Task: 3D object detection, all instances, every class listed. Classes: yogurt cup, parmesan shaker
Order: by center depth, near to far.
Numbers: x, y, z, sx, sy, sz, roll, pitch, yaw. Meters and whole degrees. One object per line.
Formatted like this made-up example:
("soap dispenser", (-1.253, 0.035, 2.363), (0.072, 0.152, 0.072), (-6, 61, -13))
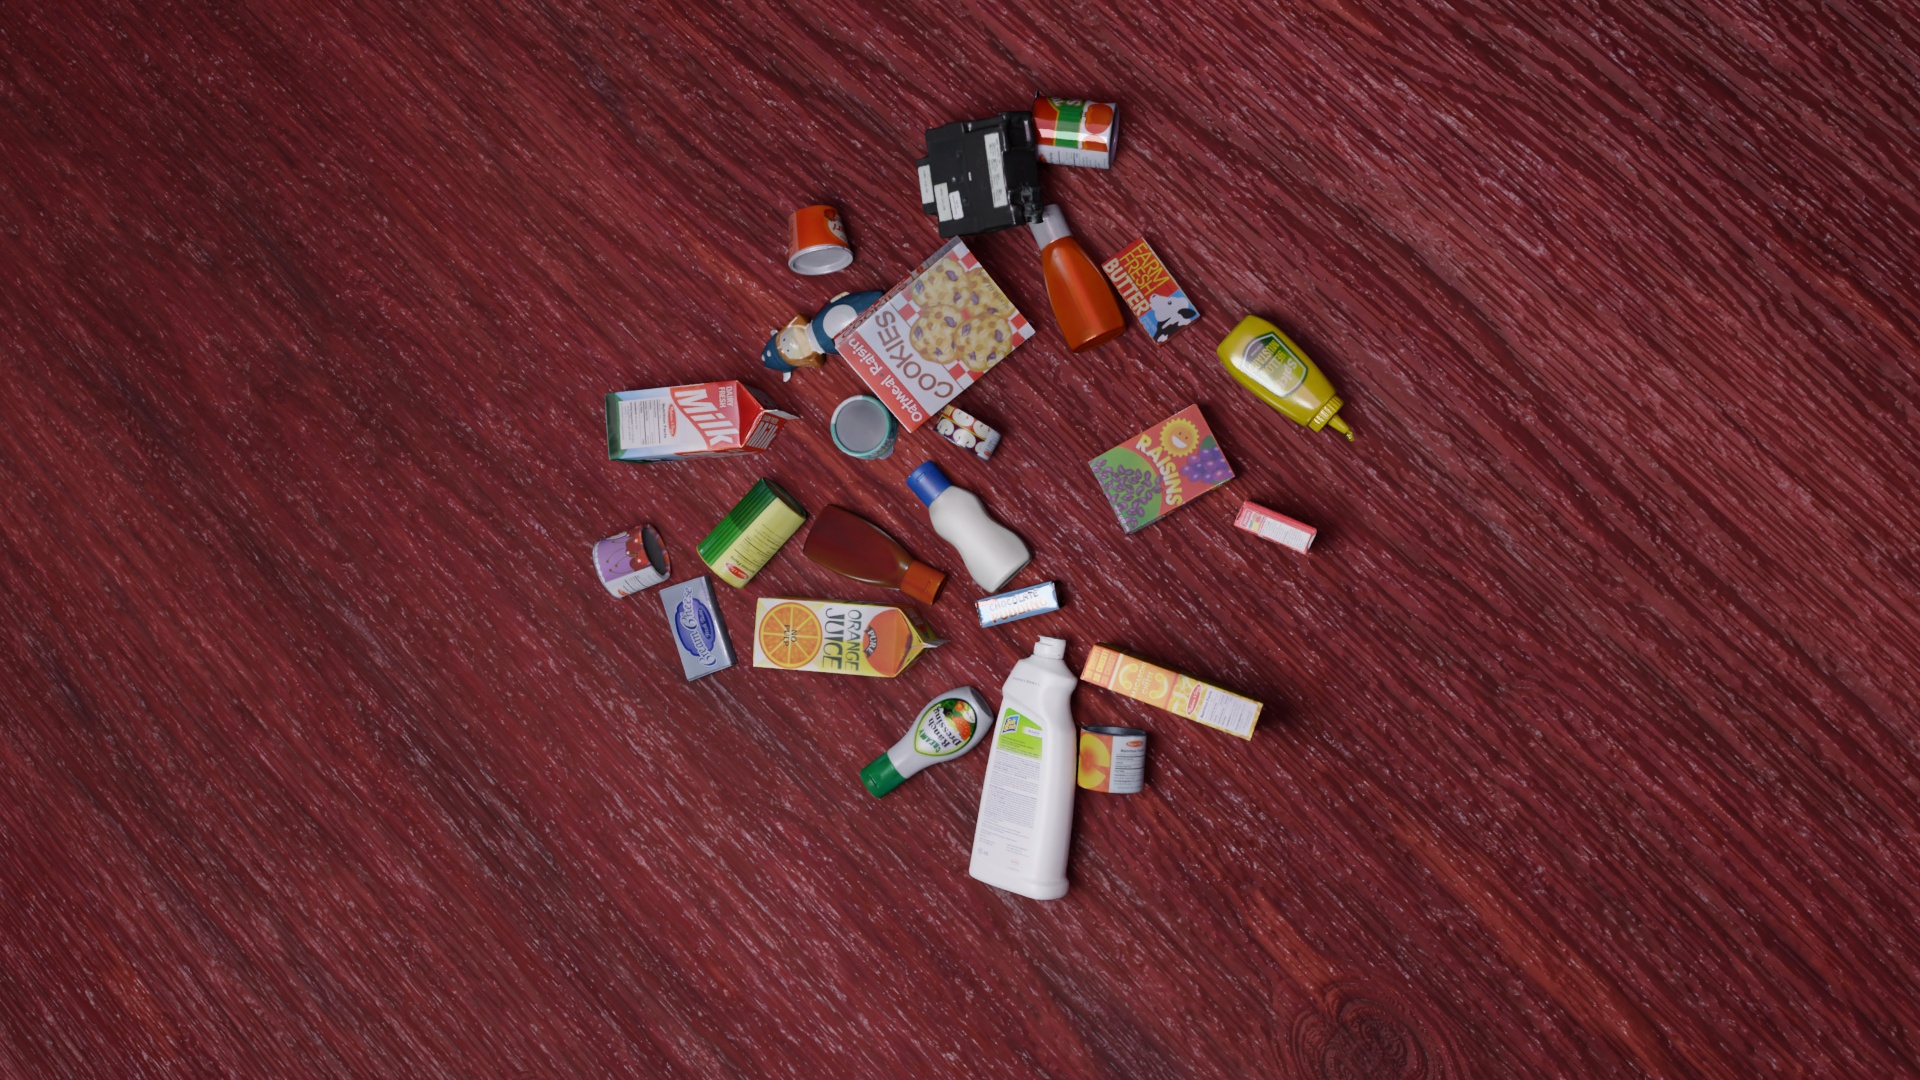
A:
("yogurt cup", (-0.150, -0.317, 1.461), (0.072, 0.072, 0.054), (-12, 78, 11))
("parmesan shaker", (-0.217, -0.008, 1.465), (0.071, 0.071, 0.103), (45, 96, 9))

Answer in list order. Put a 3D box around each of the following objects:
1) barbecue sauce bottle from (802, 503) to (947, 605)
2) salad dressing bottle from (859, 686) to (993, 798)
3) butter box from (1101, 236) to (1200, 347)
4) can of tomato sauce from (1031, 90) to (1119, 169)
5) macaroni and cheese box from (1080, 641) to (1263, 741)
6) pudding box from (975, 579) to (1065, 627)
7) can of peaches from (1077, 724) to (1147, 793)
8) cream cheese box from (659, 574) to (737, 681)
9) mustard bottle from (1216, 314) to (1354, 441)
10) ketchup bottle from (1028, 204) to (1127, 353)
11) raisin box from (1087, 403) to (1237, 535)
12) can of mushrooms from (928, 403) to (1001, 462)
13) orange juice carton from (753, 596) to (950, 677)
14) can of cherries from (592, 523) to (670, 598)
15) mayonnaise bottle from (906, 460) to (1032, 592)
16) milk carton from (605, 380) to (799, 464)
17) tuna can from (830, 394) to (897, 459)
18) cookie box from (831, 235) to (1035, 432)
("barbecue sauce bottle", (-0.087, 0.019, 1.447), (0.149, 0.043, 0.065), (26, 94, 10))
("salad dressing bottle", (-0.036, 0.210, 1.431), (0.147, 0.044, 0.064), (-38, 81, 8))
("butter box", (0.193, -0.252, 1.409), (0.053, 0.024, 0.103), (-36, 82, 8))
("can of tomato sauce", (0.115, -0.416, 1.408), (0.083, 0.071, 0.071), (9, 90, 11))
("macaroni and cheese box", (0.206, 0.143, 1.344), (0.166, 0.123, 0.040), (19, 90, 11))
("pudding box", (0.061, 0.064, 1.413), (0.083, 0.050, 0.030), (-15, 87, 11))
("can of peaches", (0.150, 0.217, 1.384), (0.071, 0.071, 0.058), (4, 90, 11))
("cream cheese box", (-0.281, 0.094, 1.493), (0.053, 0.024, 0.104), (-20, 85, 11))
("mustard bottle", (0.328, -0.154, 1.367), (0.160, 0.049, 0.065), (42, 98, 10))
("ketchup bottle", (0.113, -0.269, 1.416), (0.064, 0.043, 0.149), (-24, 84, 11))
("raisin box", (0.203, -0.070, 1.395), (0.123, 0.040, 0.086), (-29, 82, 10))
("can of mushrooms", (0.005, -0.111, 1.421), (0.071, 0.071, 0.033), (31, 94, 11))
("orange juice carton", (-0.110, 0.099, 1.435), (0.193, 0.072, 0.073), (3, 90, 12))
("can of cherries", (-0.352, 0.019, 1.489), (0.058, 0.071, 0.071), (-21, 85, 10))
("mayonnaise bottle", (0.005, -0.018, 1.432), (0.064, 0.041, 0.148), (-43, 80, 6))
("milk carton", (-0.272, -0.126, 1.475), (0.190, 0.072, 0.073), (-4, 88, 12))
("tuna can", (-0.100, -0.117, 1.459), (0.071, 0.033, 0.071), (0, 88, 12))
("cookie box", (-0.028, -0.209, 1.418), (0.167, 0.040, 0.122), (-39, 112, 8))
